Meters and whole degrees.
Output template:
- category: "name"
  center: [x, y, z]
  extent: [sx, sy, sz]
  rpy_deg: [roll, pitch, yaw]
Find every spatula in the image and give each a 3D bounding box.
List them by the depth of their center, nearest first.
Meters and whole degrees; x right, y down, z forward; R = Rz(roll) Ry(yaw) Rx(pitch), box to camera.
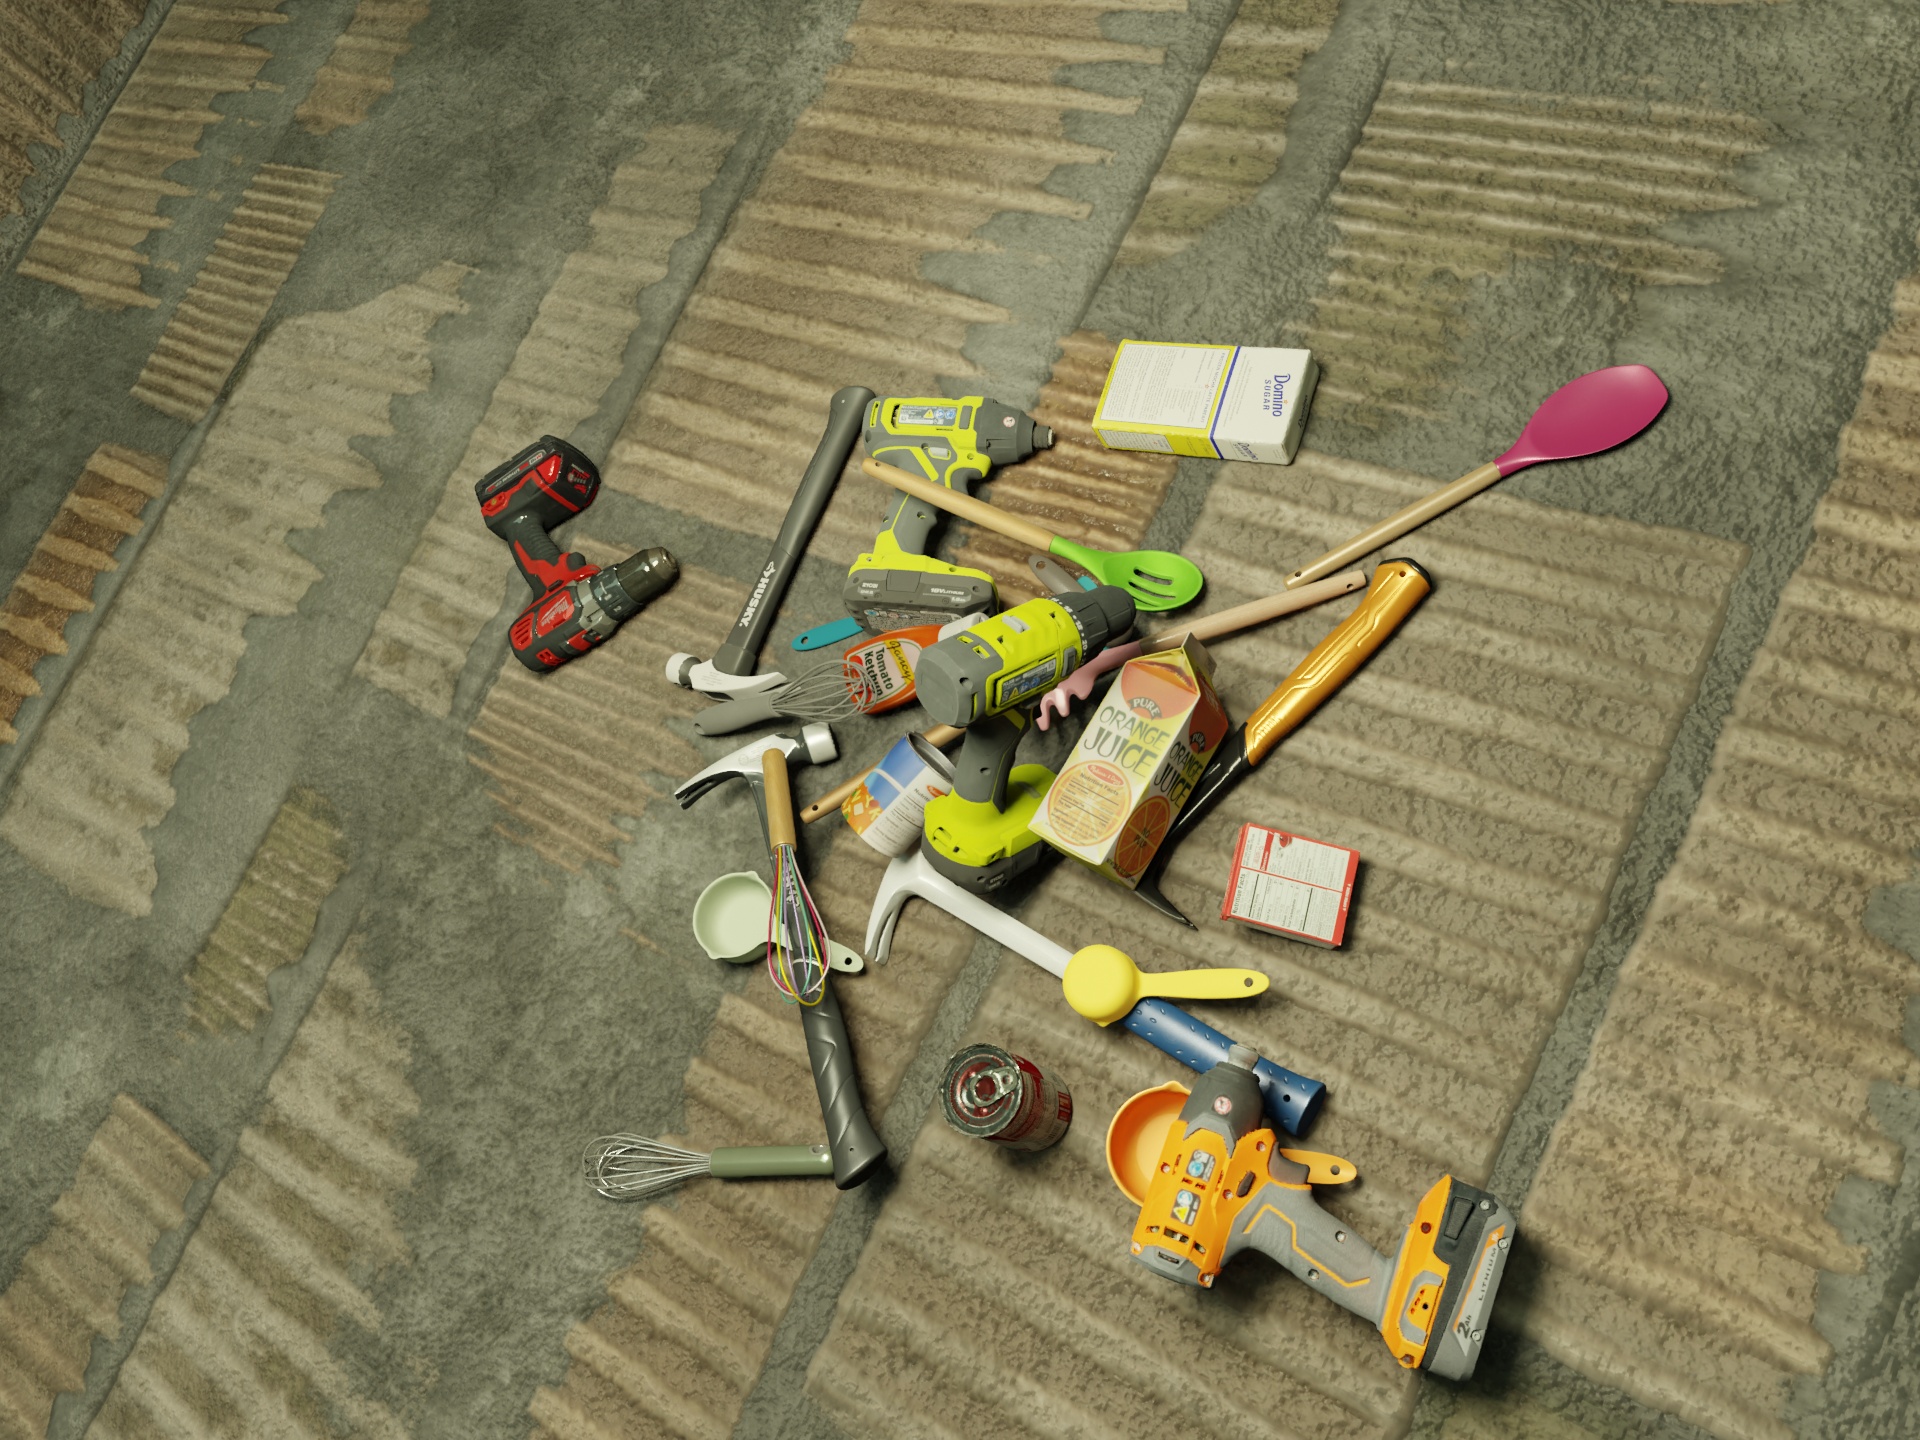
- category: "spatula"
  center: [-0.002, -0.004, 1.348]
  extent: [0.317, 0.044, 0.082]
  rpy_deg: [-32, 62, -1]

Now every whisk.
- category: "whisk"
  center: [-0.142, 0.127, 1.318]
  extent: [0.051, 0.047, 0.245]
  rpy_deg: [-56, 36, 44]
- category: "whisk"
  center: [-0.209, 0.368, 1.320]
  extent: [0.246, 0.058, 0.059]
  rpy_deg: [-8, 101, 21]
- category: "whisk"
  center: [-0.163, -0.012, 1.426]
  extent: [0.239, 0.055, 0.055]
  rpy_deg: [-12, 63, 42]

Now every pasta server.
- category: "pasta server"
  center: [0.173, -0.061, 1.282]
  extent: [0.316, 0.060, 0.040]
  rpy_deg: [-18, 36, 9]

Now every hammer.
- category: "hammer"
  center: [0.094, 0.204, 1.235]
  extent: [0.406, 0.035, 0.144]
  rpy_deg: [27, 83, 33]
- category: "hammer"
  center: [0.246, 0.007, 1.240]
  extent: [0.337, 0.034, 0.127]
  rpy_deg: [-46, 56, 3]
- category: "hammer"
  center: [-0.134, 0.188, 1.319]
  extent: [0.149, 0.036, 0.409]
  rpy_deg: [-17, 58, -2]
- category: "hammer"
  center: [-0.158, -0.171, 1.515]
  extent: [0.146, 0.035, 0.335]
  rpy_deg: [14, 75, 38]

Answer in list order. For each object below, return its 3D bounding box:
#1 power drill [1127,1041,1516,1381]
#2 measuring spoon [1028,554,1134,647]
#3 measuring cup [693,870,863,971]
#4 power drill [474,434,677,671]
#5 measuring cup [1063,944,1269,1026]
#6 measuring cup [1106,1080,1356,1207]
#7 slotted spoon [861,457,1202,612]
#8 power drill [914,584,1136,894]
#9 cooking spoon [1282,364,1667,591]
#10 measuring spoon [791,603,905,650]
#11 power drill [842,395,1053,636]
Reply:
- category: "power drill"
  center: [0.242, 0.322, 1.056]
  extent: [0.226, 0.084, 0.164]
  rpy_deg: [17, 78, 17]
- category: "measuring spoon"
  center: [0.097, -0.106, 1.334]
  extent: [0.034, 0.018, 0.124]
  rpy_deg: [-45, 60, -3]
- category: "measuring cup"
  center: [-0.151, 0.187, 1.370]
  extent: [0.168, 0.038, 0.083]
  rpy_deg: [18, 74, 22]
- category: "power drill"
  center: [-0.392, -0.180, 1.620]
  extent: [0.188, 0.080, 0.227]
  rpy_deg: [-30, 62, 13]
- category: "measuring cup"
  center: [0.148, 0.192, 1.172]
  extent: [0.156, 0.029, 0.062]
  rpy_deg: [-6, 67, 26]
- category: "measuring cup"
  center: [0.192, 0.313, 1.136]
  extent: [0.173, 0.052, 0.095]
  rpy_deg: [4, 74, 12]
- category: "slotted spoon"
  center: [0.056, -0.162, 1.354]
  extent: [0.314, 0.031, 0.070]
  rpy_deg: [24, 56, 12]
- category: "power drill"
  center: [0.050, 0.007, 1.225]
  extent: [0.190, 0.228, 0.080]
  rpy_deg: [-25, 48, -33]
- category: "cooking spoon"
  center: [0.398, -0.184, 1.251]
  extent: [0.319, 0.017, 0.069]
  rpy_deg: [-29, 58, 13]
- category: "measuring spoon"
  center: [-0.103, -0.091, 1.465]
  extent: [0.128, 0.021, 0.042]
  rpy_deg: [-18, 63, 18]
- category: "power drill"
  center: [-0.014, -0.187, 1.421]
  extent: [0.171, 0.080, 0.223]
  rpy_deg: [5, 68, 12]
